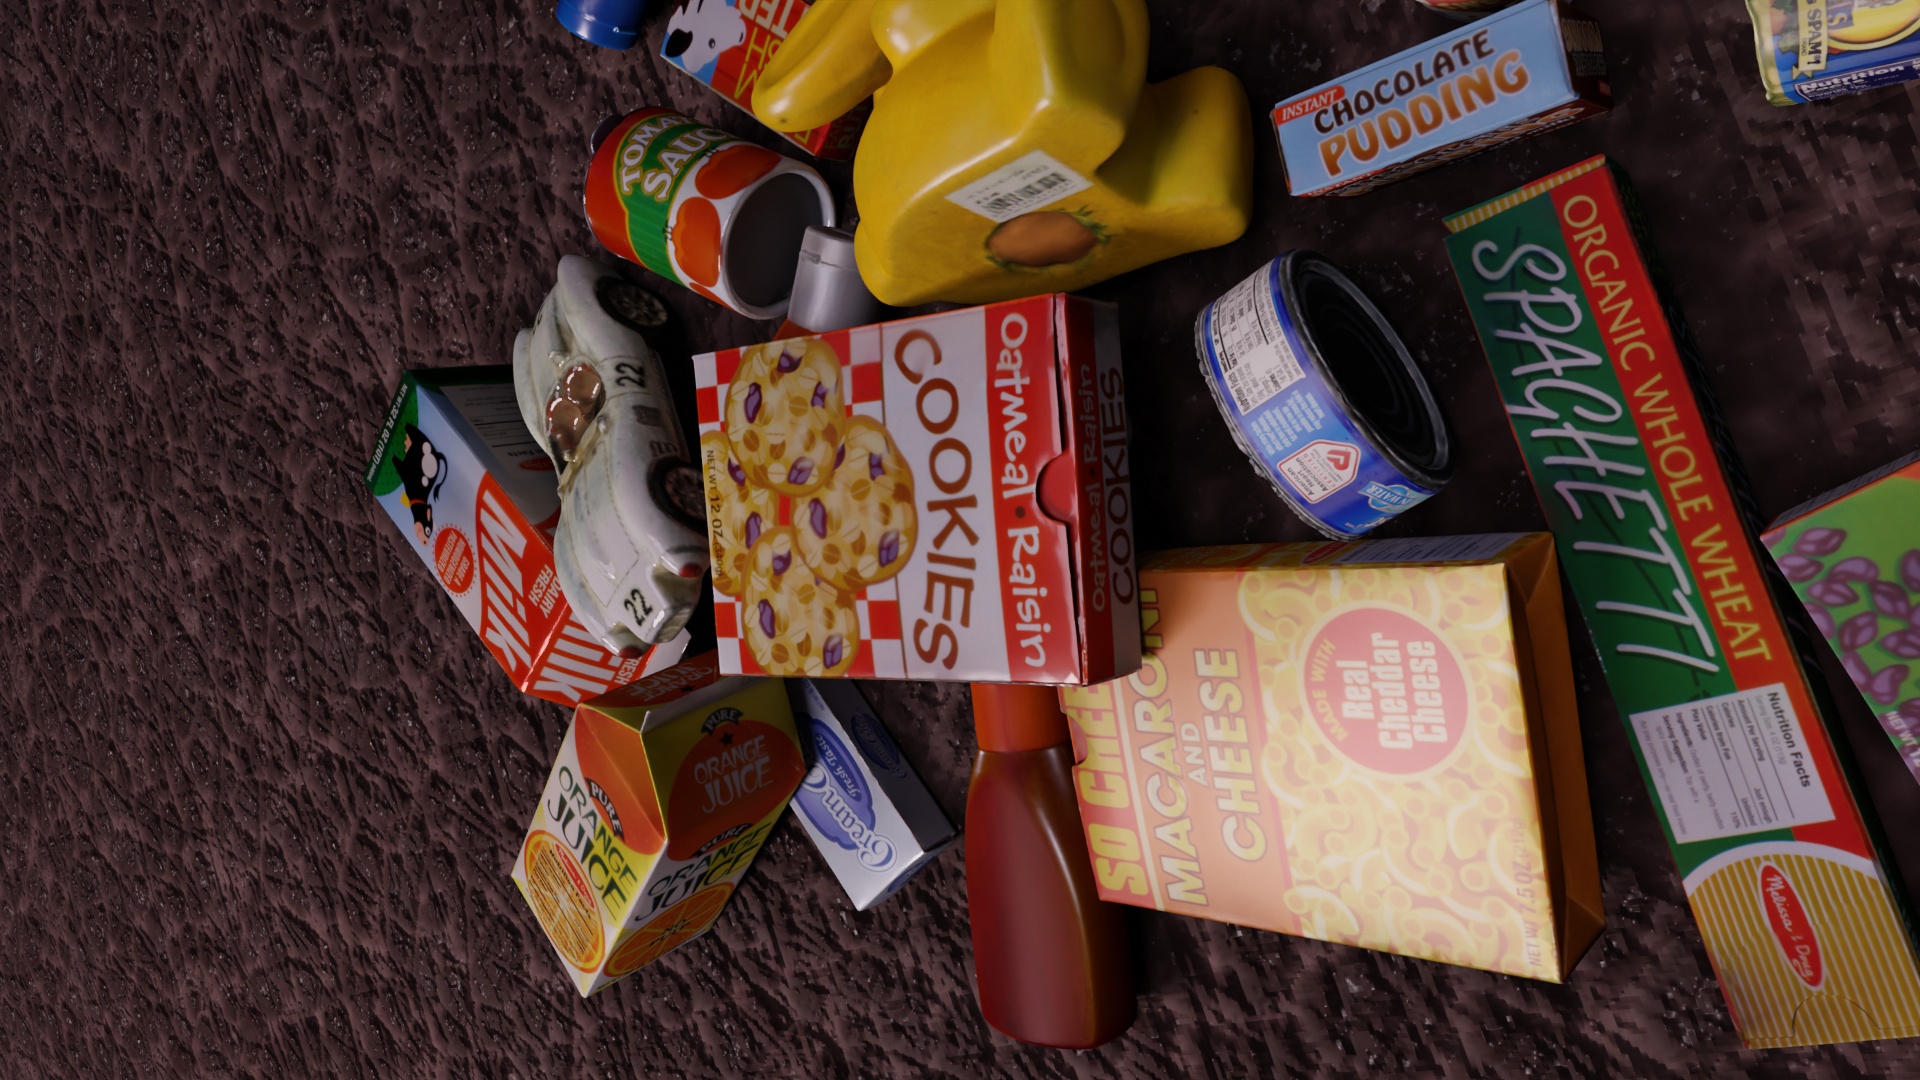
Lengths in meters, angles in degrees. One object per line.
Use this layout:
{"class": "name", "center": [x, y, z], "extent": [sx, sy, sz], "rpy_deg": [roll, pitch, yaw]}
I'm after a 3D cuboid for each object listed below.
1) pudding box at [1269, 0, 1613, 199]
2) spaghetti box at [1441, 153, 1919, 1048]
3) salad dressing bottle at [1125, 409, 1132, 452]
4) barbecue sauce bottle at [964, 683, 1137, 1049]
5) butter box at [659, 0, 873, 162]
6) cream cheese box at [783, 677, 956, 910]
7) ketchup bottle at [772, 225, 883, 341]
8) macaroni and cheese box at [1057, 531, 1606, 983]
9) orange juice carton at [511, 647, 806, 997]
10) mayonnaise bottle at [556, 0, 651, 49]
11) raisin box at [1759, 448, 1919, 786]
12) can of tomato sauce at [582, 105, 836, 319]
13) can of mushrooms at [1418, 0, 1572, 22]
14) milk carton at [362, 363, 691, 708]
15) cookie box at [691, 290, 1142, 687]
{"class": "pudding box", "center": [0.140, -0.127, 0.405], "extent": [0.083, 0.050, 0.030], "rpy_deg": [-13, 91, 37]}
{"class": "spaghetti box", "center": [0.204, 0.015, 0.393], "extent": [0.050, 0.029, 0.250], "rpy_deg": [-22, 84, 37]}
{"class": "salad dressing bottle", "center": [0.002, -0.007, 0.529], "extent": [0.064, 0.044, 0.147], "rpy_deg": [49, 123, 7]}
{"class": "barbecue sauce bottle", "center": [0.029, 0.112, 0.528], "extent": [0.065, 0.044, 0.148], "rpy_deg": [-4, 94, 44]}
{"class": "butter box", "center": [-0.077, -0.201, 0.569], "extent": [0.104, 0.024, 0.053], "rpy_deg": [38, 118, 26]}
{"class": "cream cheese box", "center": [-0.051, 0.101, 0.598], "extent": [0.104, 0.024, 0.053], "rpy_deg": [53, 125, 18]}
{"class": "ketchup bottle", "center": [-0.061, -0.052, 0.568], "extent": [0.065, 0.043, 0.148], "rpy_deg": [30, 114, 40]}
{"class": "macaroni and cheese box", "center": [0.108, 0.063, 0.447], "extent": [0.166, 0.040, 0.123], "rpy_deg": [-4, 100, 44]}
{"class": "orange juice carton", "center": [-0.131, 0.115, 0.606], "extent": [0.073, 0.072, 0.191], "rpy_deg": [50, 135, 20]}
{"class": "mayonnaise bottle", "center": [-0.130, -0.279, 0.574], "extent": [0.041, 0.065, 0.147], "rpy_deg": [45, 124, 21]}
{"class": "raisin box", "center": [0.277, 0.004, 0.331], "extent": [0.123, 0.040, 0.086], "rpy_deg": [-36, 75, 36]}
{"class": "can of tomato sauce", "center": [-0.103, -0.137, 0.571], "extent": [0.083, 0.071, 0.071], "rpy_deg": [28, 113, 29]}
{"class": "can of mushrooms", "center": [0.151, -0.183, 0.398], "extent": [0.071, 0.033, 0.071], "rpy_deg": [6, 100, 35]}
{"class": "milk carton", "center": [-0.195, 0.003, 0.658], "extent": [0.191, 0.074, 0.072], "rpy_deg": [46, 121, 22]}
{"class": "cookie box", "center": [-0.021, -0.013, 0.487], "extent": [0.167, 0.040, 0.123], "rpy_deg": [-3, 93, 38]}
